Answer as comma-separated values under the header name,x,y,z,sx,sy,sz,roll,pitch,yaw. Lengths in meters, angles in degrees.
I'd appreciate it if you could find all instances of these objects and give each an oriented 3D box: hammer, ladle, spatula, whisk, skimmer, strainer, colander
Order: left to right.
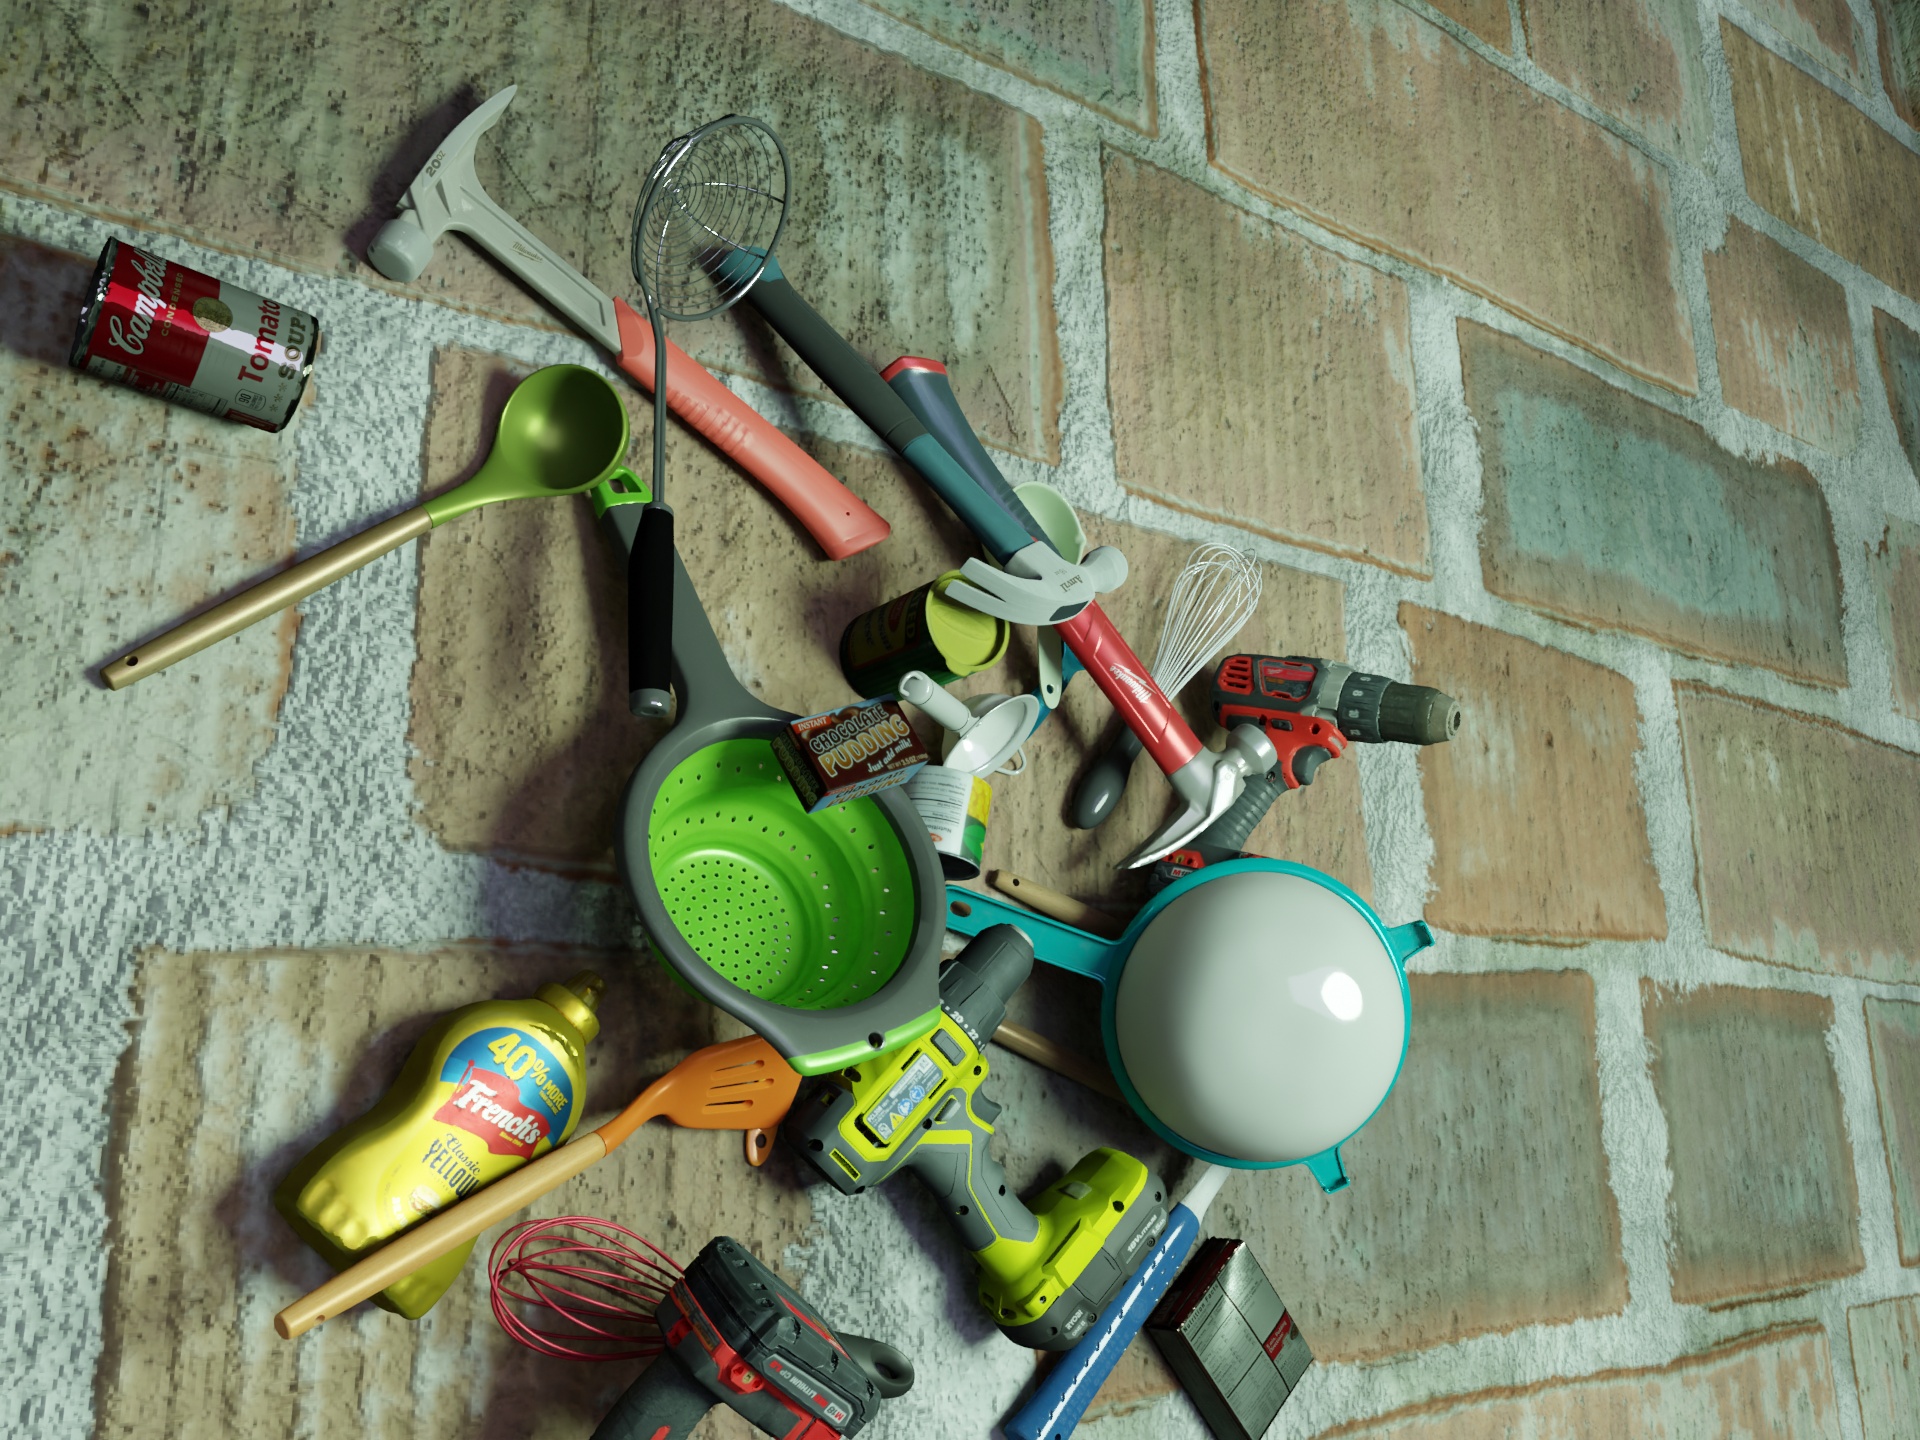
name,x,y,z,sx,sy,sz,roll,pitch,yaw
ladle,-0.313,-0.106,0.864,0.078,0.062,0.320,46,55,9
spatula,-0.200,0.235,0.821,0.322,0.041,0.081,-21,135,-53
hammer,-0.183,-0.229,1.007,0.358,0.037,0.149,38,58,-24
colander,-0.152,0.031,0.944,0.204,0.094,0.397,-11,67,-42
skimmer,-0.147,-0.179,0.922,0.127,0.090,0.363,53,33,-67
whisk,-0.136,0.339,0.888,0.295,0.073,0.073,31,61,-34
hammer,-0.038,-0.188,1.034,0.331,0.033,0.128,47,42,10
strainer,-0.002,-0.003,1.015,0.087,0.258,0.050,-44,74,3
spatula,0.031,0.209,1.072,0.315,0.018,0.060,31,60,-27
hammer,0.057,-0.081,1.103,0.143,0.038,0.386,-39,96,-16
spatula,0.146,0.177,1.167,0.317,0.044,0.082,28,64,-24
whisk,0.155,-0.029,1.208,0.070,0.070,0.285,45,61,-20
strainer,0.142,0.176,1.032,0.340,0.095,0.211,20,89,-3
hammer,0.161,0.331,1.105,0.405,0.035,0.144,-46,118,-31

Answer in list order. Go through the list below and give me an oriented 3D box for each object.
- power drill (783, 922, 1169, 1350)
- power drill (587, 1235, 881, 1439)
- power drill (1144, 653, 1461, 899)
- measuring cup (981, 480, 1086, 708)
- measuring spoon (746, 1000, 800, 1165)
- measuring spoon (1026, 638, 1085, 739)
name,x,y,z,sx,sy,sz,roll,pitch,yaw
power drill,0.025,0.259,0.997,0.190,0.080,0.228,-46,107,-20
power drill,-0.155,0.386,0.807,0.220,0.079,0.143,-44,127,-12
power drill,0.249,0.056,1.163,0.080,0.188,0.227,47,60,-48
measuring cup,0.051,-0.088,1.152,0.083,0.038,0.168,5,78,-37
measuring spoon,-0.110,0.211,0.965,0.021,0.011,0.117,25,65,-31
measuring spoon,0.064,-0.026,1.162,0.042,0.021,0.129,47,64,-19
